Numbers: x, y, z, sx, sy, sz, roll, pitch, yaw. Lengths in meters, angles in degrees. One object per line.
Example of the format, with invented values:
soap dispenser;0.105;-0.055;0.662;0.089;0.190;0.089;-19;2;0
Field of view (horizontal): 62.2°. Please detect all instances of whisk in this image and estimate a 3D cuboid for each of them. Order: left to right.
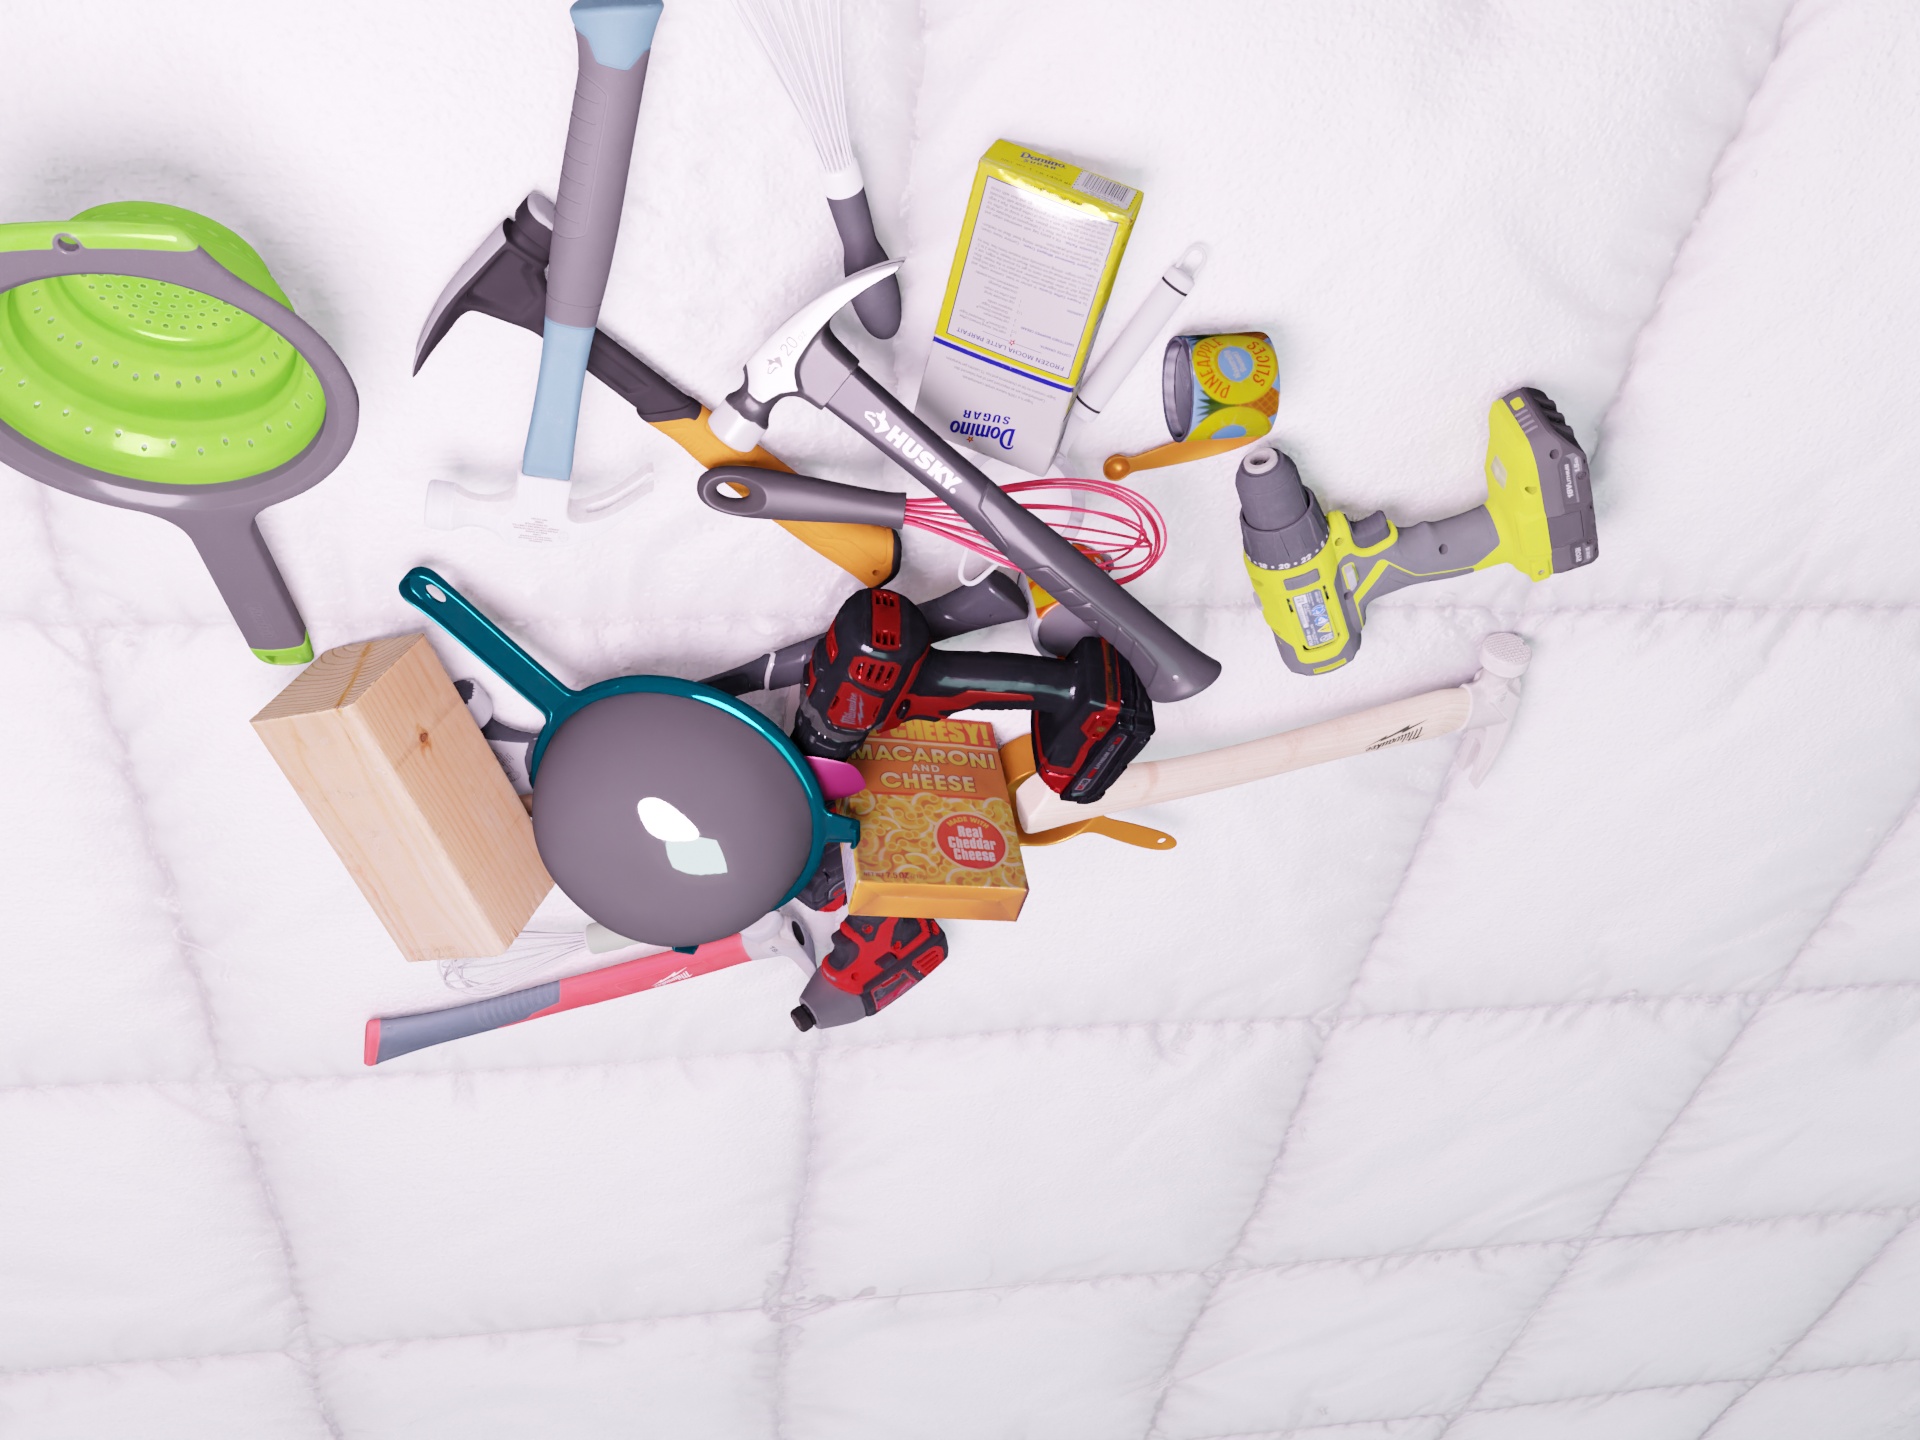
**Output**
whisk;-0.300;0.176;1.262;0.246;0.058;0.059;-13;113;8
whisk;-0.072;-0.322;0.856;0.070;0.070;0.284;-15;139;3
whisk;-0.016;-0.127;0.991;0.296;0.073;0.073;7;132;-5

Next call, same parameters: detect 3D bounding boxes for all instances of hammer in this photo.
hammer;-0.214;-0.234;0.875;0.128;0.033;0.330;7;129;-18
hammer;-0.312;0.232;1.332;0.386;0.038;0.143;-15;148;7
hammer;-0.167;-0.174;0.987;0.127;0.034;0.336;-39;129;22
hammer;-0.150;-0.024;1.113;0.409;0.036;0.149;-17;136;10
hammer;0.024;-0.125;0.940;0.334;0.035;0.146;38;113;-12
hammer;0.241;0.033;1.227;0.410;0.038;0.146;-12;136;-13

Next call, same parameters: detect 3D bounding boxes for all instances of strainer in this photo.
strainer;-0.244;0.039;1.042;0.211;0.095;0.340;-34;113;30
strainer;0.076;-0.193;1.017;0.087;0.050;0.258;33;116;-10

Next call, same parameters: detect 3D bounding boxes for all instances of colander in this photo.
colander;-0.435;-0.165;0.916;0.204;0.095;0.396;-4;152;-9

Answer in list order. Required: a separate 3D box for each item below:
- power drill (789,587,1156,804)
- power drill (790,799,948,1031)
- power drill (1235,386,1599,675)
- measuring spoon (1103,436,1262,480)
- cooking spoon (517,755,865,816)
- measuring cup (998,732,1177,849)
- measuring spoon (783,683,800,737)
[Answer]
power drill;-0.002;-0.003;1.083;0.226;0.080;0.187;9;145;-18
power drill;-0.085;0.154;1.257;0.143;0.079;0.219;-32;141;-22
power drill;0.305;-0.139;1.092;0.228;0.080;0.190;-20;134;11
measuring spoon;0.150;-0.183;1.064;0.117;0.011;0.021;-16;135;-2
cooking spoon;-0.222;0.054;1.122;0.319;0.017;0.068;-5;150;13
measuring cup;0.098;0.062;1.255;0.173;0.052;0.095;19;126;-29
measuring spoon;-0.124;0.006;1.184;0.034;0.018;0.124;2;126;-19
